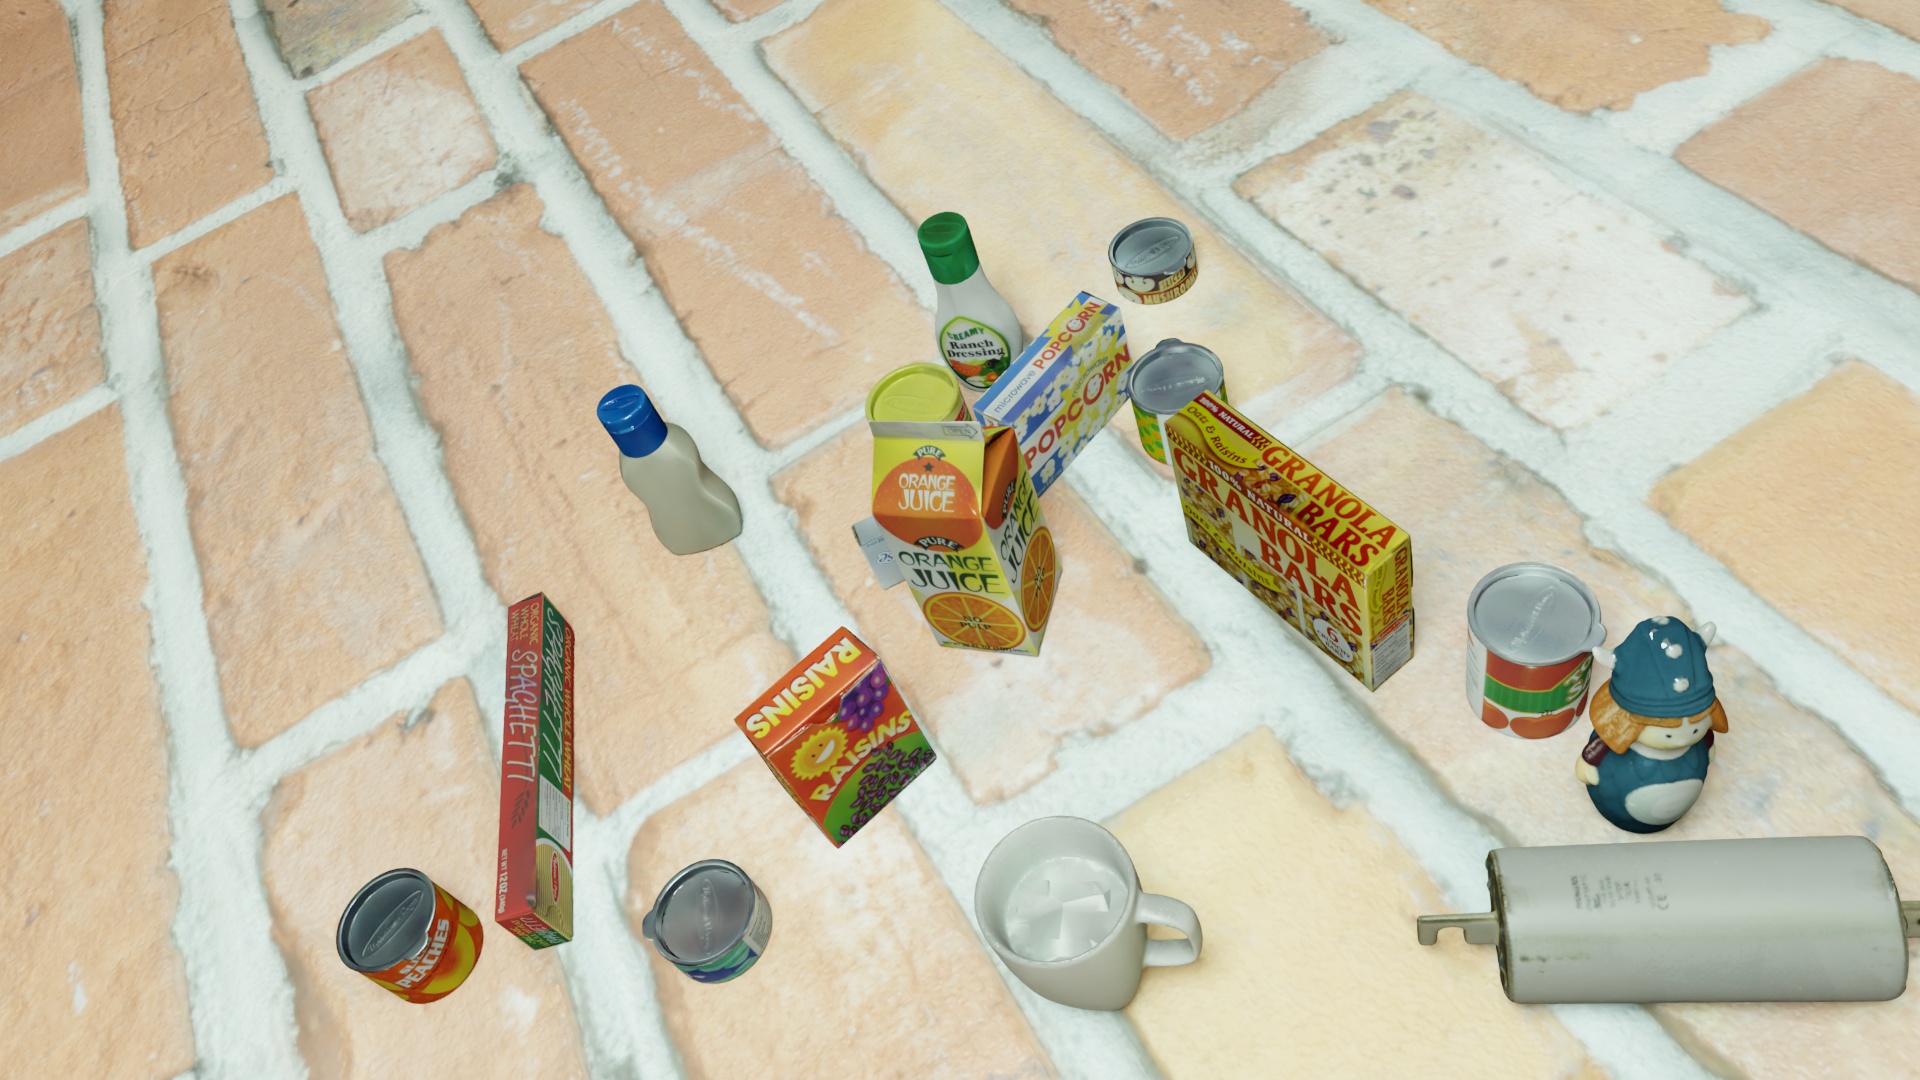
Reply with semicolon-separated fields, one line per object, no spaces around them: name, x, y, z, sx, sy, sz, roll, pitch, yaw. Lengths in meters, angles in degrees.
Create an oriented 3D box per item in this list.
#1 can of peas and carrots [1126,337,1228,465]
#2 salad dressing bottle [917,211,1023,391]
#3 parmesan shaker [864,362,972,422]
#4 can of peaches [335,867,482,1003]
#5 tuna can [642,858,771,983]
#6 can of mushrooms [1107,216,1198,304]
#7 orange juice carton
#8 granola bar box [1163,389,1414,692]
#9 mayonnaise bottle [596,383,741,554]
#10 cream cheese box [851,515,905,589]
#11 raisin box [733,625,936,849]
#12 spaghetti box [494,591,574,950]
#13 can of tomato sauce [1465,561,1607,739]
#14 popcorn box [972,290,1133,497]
can of peas and carrots;0.152;-0.096;0.965;0.071;0.058;0.071;-9;51;12
salad dressing bottle;0.005;-0.173;1.017;0.064;0.147;0.044;0;53;19
parmesan shaker;-0.021;-0.063;0.968;0.071;0.102;0.072;-9;51;12
can of peaches;-0.338;0.246;0.859;0.071;0.057;0.071;-9;51;12
tuna can;-0.150;0.228;0.827;0.071;0.032;0.071;-9;51;12
can of mushrooms;0.151;-0.216;1.077;0.071;0.033;0.071;-9;51;12
orange juice carton;0.003;-0.011;0.860;0.072;0.191;0.073;4;55;22
granola bar box;0.197;-0.001;0.833;0.039;0.123;0.166;-37;51;-11
mayonnaise bottle;-0.210;-0.050;0.991;0.065;0.147;0.041;-18;50;5
cream cheese box;-0.018;-0.010;0.958;0.104;0.053;0.024;-26;49;-2
raisin box;-0.072;0.119;0.827;0.086;0.123;0.040;-40;51;-14
spaghetti box;-0.281;0.146;0.924;0.029;0.050;0.251;-18;50;5
can of tomato sauce;0.317;0.063;0.769;0.071;0.082;0.071;-9;51;12
popcorn box;0.069;-0.102;0.980;0.038;0.085;0.127;28;66;34
